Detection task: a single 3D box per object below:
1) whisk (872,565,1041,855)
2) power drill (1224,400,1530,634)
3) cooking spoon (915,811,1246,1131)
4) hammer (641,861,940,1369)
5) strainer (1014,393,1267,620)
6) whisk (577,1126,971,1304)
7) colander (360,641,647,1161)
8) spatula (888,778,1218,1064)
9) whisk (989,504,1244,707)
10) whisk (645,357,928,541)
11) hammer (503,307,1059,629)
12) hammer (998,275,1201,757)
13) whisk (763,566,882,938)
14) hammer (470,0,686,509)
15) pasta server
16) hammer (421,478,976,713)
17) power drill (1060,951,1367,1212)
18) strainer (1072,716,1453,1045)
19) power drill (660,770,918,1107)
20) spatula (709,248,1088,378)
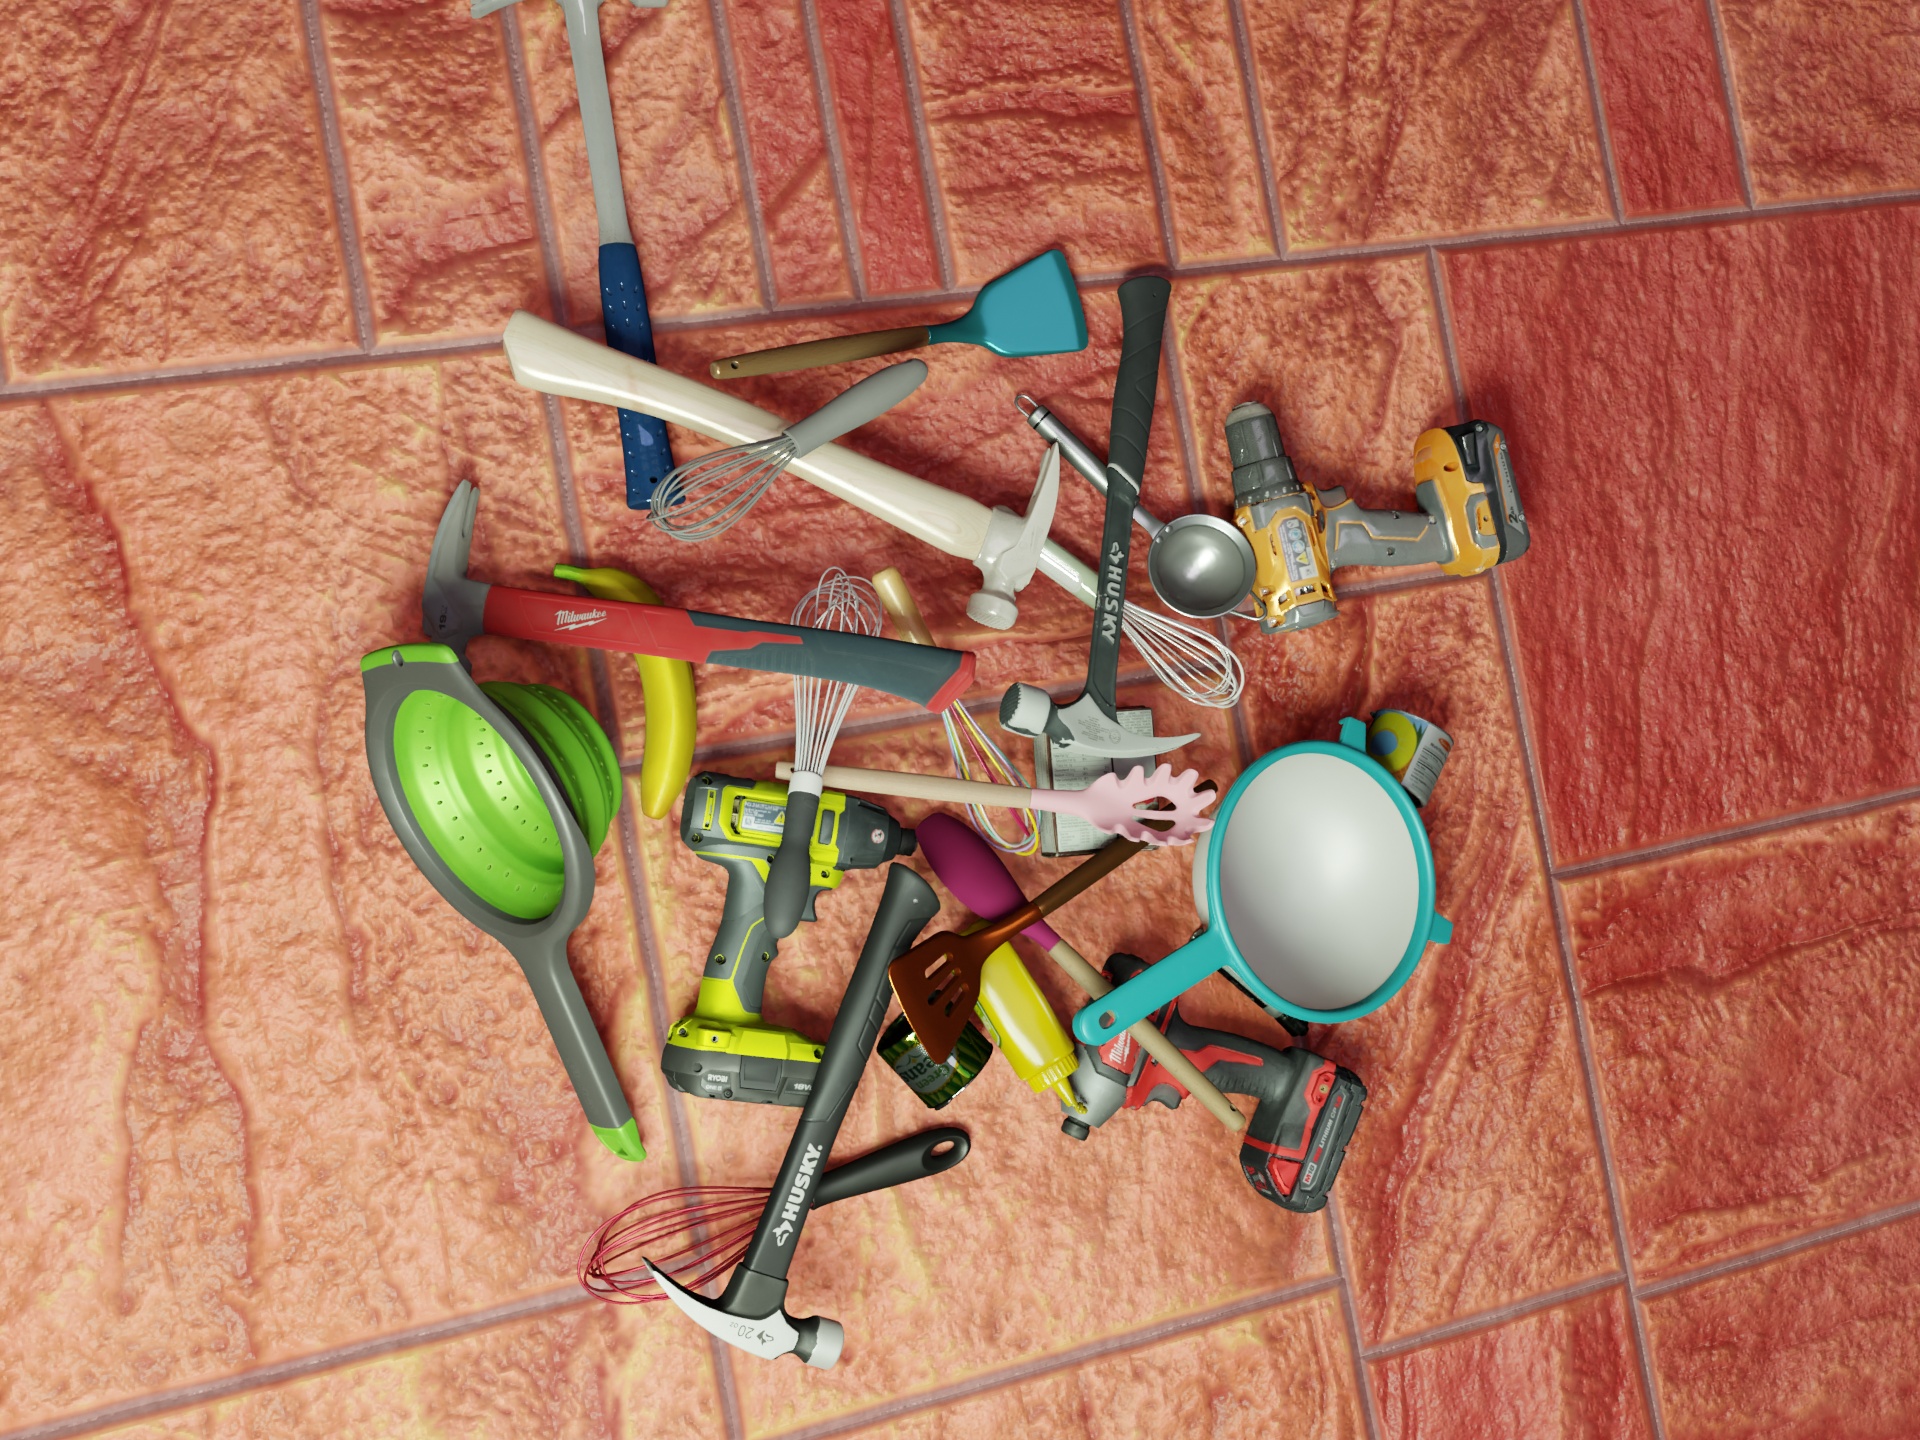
[{"bbox_3d":[0.000,-0.004,1.173,0.051,0.047,0.244,-29,107,-9],"label":"whisk"},{"bbox_3d":[0.325,-0.182,1.280,0.226,0.084,0.185,-15,90,-10],"label":"power drill"},{"bbox_3d":[0.088,0.182,1.163,0.319,0.017,0.069,44,36,7],"label":"cooking spoon"},{"bbox_3d":[-0.094,0.256,1.077,0.146,0.035,0.335,25,78,-21],"label":"hammer"},{"bbox_3d":[0.138,-0.165,1.246,0.258,0.050,0.087,44,76,-1],"label":"strainer"},{"bbox_3d":[-0.127,0.345,1.135,0.295,0.073,0.073,-13,90,-22],"label":"whisk"},{"bbox_3d":[-0.271,0.116,1.088,0.094,0.204,0.397,-36,115,-45],"label":"colander"},{"bbox_3d":[0.078,0.126,1.148,0.322,0.041,0.081,-32,103,-27],"label":"spatula"},{"bbox_3d":[0.119,-0.089,1.236,0.246,0.057,0.059,36,43,-5],"label":"whisk"},{"bbox_3d":[-0.116,-0.194,1.110,0.239,0.055,0.055,-35,95,-21],"label":"whisk"},{"bbox_3d":[-0.124,-0.208,1.150,0.410,0.038,0.146,22,79,-13],"label":"hammer"},{"bbox_3d":[0.126,-0.163,1.197,0.149,0.036,0.409,17,67,-20],"label":"hammer"},{"bbox_3d":[-0.104,0.017,1.118,0.070,0.070,0.285,15,63,-13],"label":"whisk"},{"bbox_3d":[-0.258,-0.356,1.160,0.144,0.035,0.405,-8,88,-15],"label":"hammer"},{"bbox_3d":[0.024,0.051,1.148,0.316,0.040,0.060,7,73,-3],"label":"pasta server"},{"bbox_3d":[-0.179,-0.073,1.100,0.386,0.038,0.143,8,84,5],"label":"hammer"},{"bbox_3d":[0.183,0.283,1.210,0.219,0.078,0.143,27,79,-8],"label":"power drill"},{"bbox_3d":[0.204,0.150,1.197,0.340,0.095,0.211,-27,95,-25],"label":"strainer"},{"bbox_3d":[-0.123,0.158,1.138,0.171,0.080,0.223,10,81,-18],"label":"power drill"},{"bbox_3d":[-0.043,-0.288,1.183,0.317,0.044,0.082,-19,95,-34],"label":"spatula"}]
